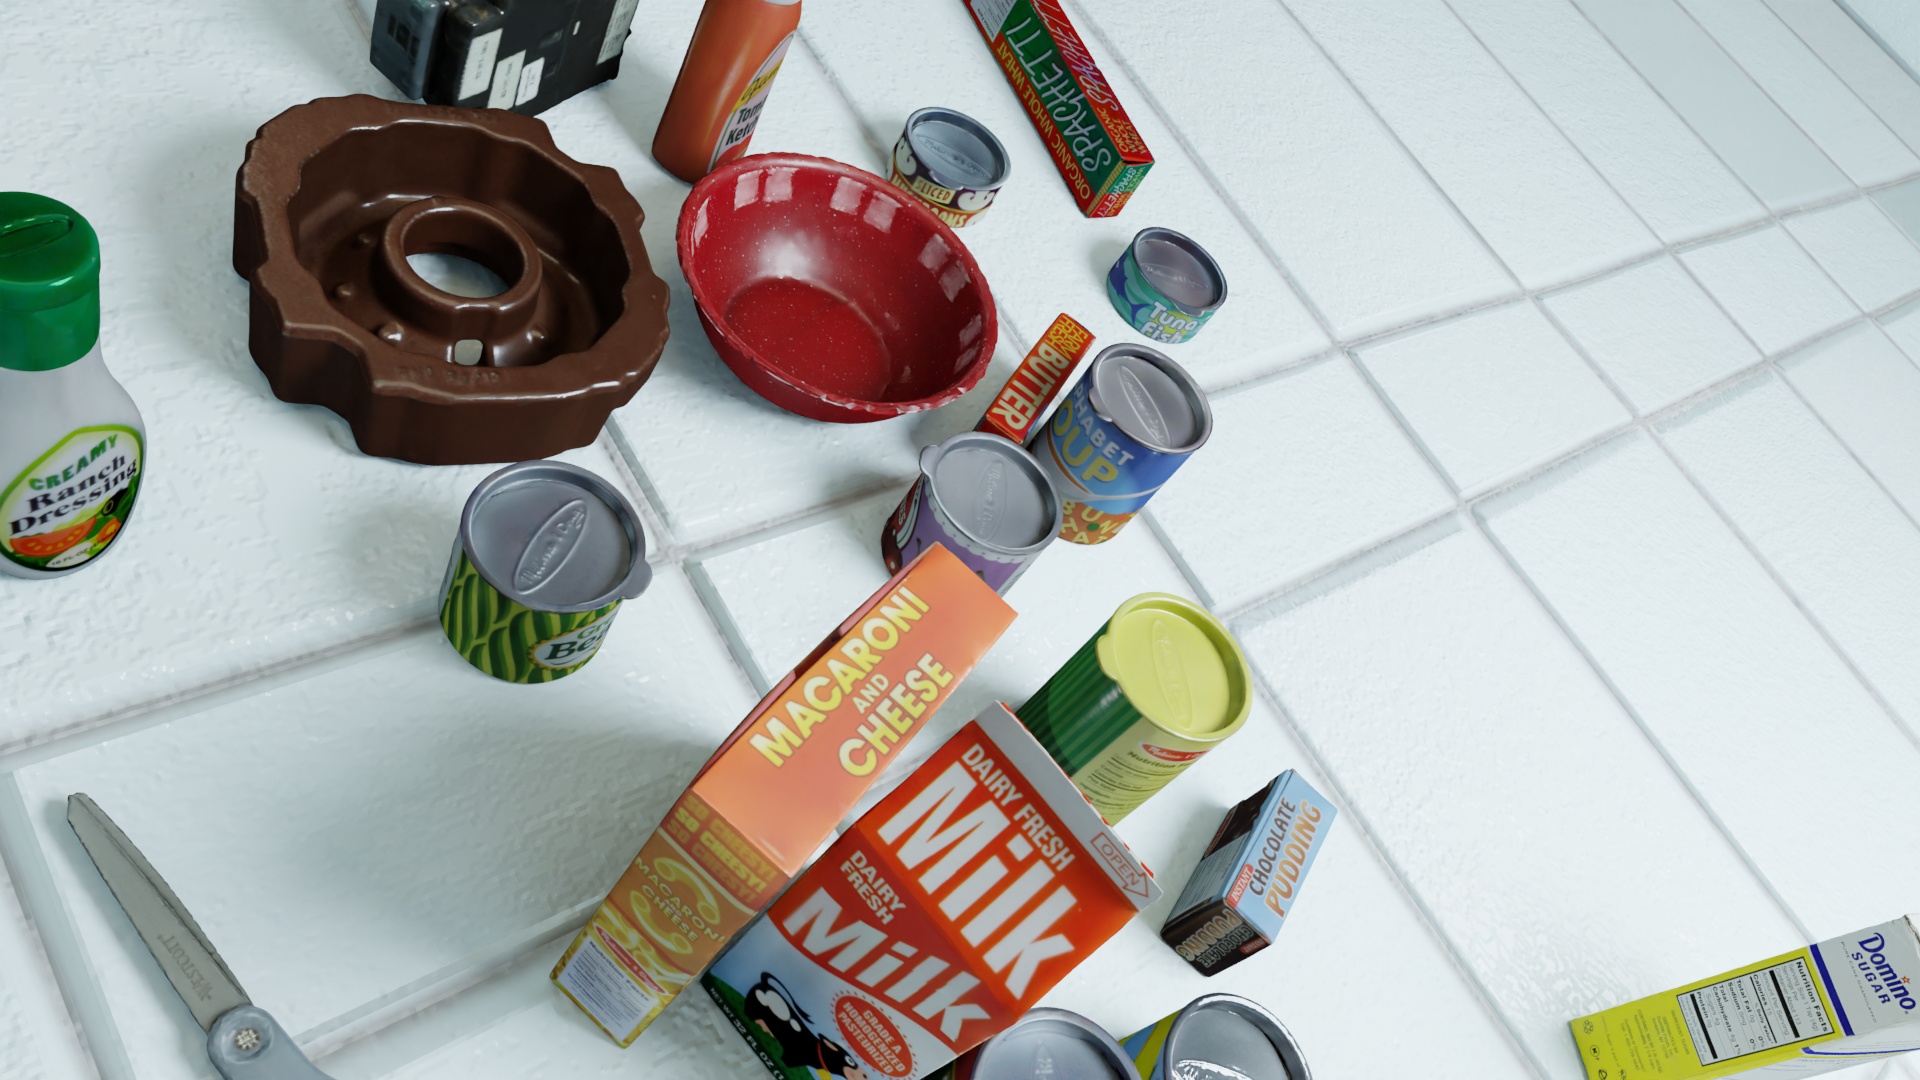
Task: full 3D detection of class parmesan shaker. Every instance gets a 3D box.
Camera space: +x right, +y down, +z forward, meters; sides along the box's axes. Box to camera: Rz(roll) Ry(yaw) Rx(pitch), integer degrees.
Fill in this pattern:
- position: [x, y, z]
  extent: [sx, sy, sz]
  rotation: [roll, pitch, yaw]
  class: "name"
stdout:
- position: [0.062, 0.075, 0.577]
  extent: [0.071, 0.102, 0.071]
  rotation: [16, 51, -20]
  class: "parmesan shaker"

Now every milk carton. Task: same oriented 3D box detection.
- position: [-0.008, 0.118, 0.444]
  extent: [0.072, 0.189, 0.074]
  rotation: [48, 47, 9]
  class: "milk carton"

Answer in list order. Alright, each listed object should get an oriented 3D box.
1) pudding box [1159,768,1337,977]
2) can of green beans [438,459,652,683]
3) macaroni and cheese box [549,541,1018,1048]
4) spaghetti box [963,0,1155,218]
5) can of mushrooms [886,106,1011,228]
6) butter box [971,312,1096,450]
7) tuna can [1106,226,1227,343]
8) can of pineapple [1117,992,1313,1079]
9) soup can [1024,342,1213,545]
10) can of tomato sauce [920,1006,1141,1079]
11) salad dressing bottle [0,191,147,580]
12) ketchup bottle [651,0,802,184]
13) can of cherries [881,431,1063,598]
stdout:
- position: [0.125, 0.142, 0.600]
  extent: [0.030, 0.049, 0.084]
  rotation: [41, 47, 2]
  class: "pudding box"
- position: [-0.159, 0.013, 0.525]
  extent: [0.071, 0.057, 0.071]
  rotation: [16, 51, -20]
  class: "can of green beans"
- position: [-0.061, 0.086, 0.454]
  extent: [0.040, 0.165, 0.124]
  rotation: [42, 47, 3]
  class: "macaroni and cheese box"
- position: [0.050, -0.315, 0.896]
  extent: [0.029, 0.050, 0.251]
  rotation: [-8, 62, -34]
  class: "spaghetti box"
- position: [-0.008, -0.213, 0.797]
  extent: [0.071, 0.033, 0.071]
  rotation: [16, 51, -20]
  class: "can of mushrooms"
- position: [0.030, -0.068, 0.698]
  extent: [0.024, 0.053, 0.104]
  rotation: [36, 47, -2]
  class: "butter box"
- position: [0.123, -0.150, 0.827]
  extent: [0.071, 0.032, 0.071]
  rotation: [16, 51, -20]
  class: "tuna can"
- position: [0.089, 0.212, 0.521]
  extent: [0.071, 0.057, 0.071]
  rotation: [16, 51, -20]
  class: "can of pineapple"
- position: [0.071, -0.046, 0.685]
  extent: [0.071, 0.083, 0.072]
  rotation: [16, 51, -20]
  class: "soup can"
- position: [0.013, 0.203, 0.467]
  extent: [0.071, 0.082, 0.071]
  rotation: [16, 51, -20]
  class: "can of tomato sauce"
- position: [-0.288, -0.044, 0.431]
  extent: [0.044, 0.147, 0.064]
  rotation: [43, 47, 4]
  class: "salad dressing bottle"
- position: [-0.108, -0.247, 0.685]
  extent: [0.043, 0.148, 0.065]
  rotation: [34, 47, -4]
  class: "ketchup bottle"
- position: [0.002, -0.008, 0.634]
  extent: [0.071, 0.058, 0.072]
  rotation: [16, 51, -20]
  class: "can of cherries"
